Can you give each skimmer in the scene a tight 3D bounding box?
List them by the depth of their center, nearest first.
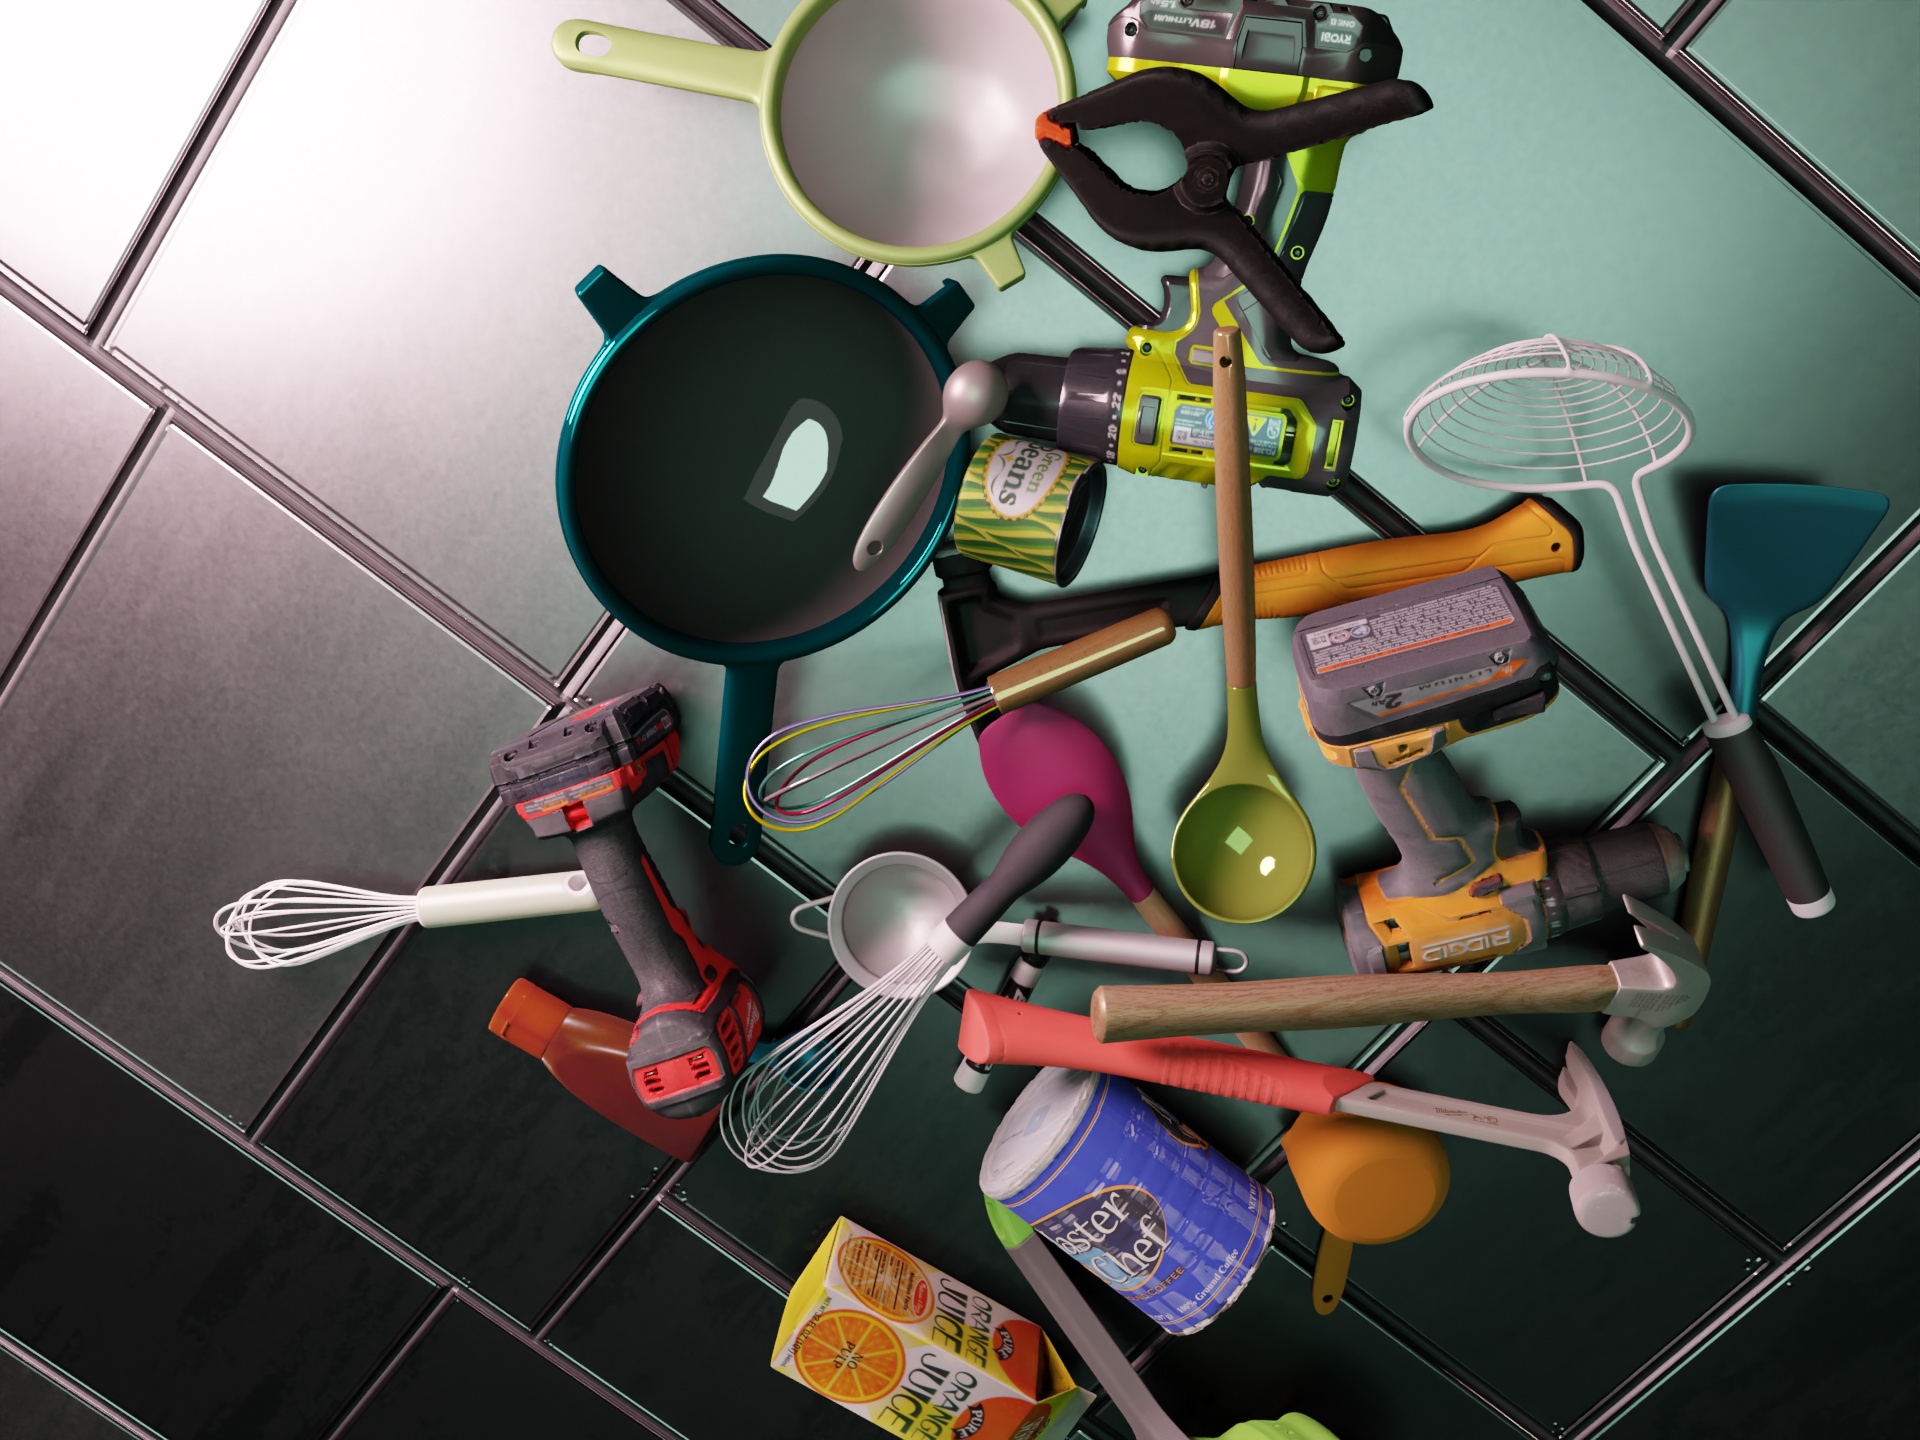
[{"bbox_3d":[0.341,-0.030,0.779,0.127,0.090,0.363,-11,117,52],"label":"skimmer"}]

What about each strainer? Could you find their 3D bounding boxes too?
[{"bbox_3d":[-0.069,-0.300,0.781,0.256,0.069,0.151,12,91,5],"label":"strainer"},{"bbox_3d":[-0.117,-0.086,0.840,0.211,0.095,0.340,-5,122,-25],"label":"strainer"},{"bbox_3d":[0.033,0.122,0.903,0.258,0.050,0.087,6,98,13],"label":"strainer"}]

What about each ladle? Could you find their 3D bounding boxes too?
[{"bbox_3d":[0.140,-0.037,0.806,0.078,0.062,0.320,2,120,18],"label":"ladle"}]

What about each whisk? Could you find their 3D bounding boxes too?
[{"bbox_3d":[-0.001,-0.001,0.839,0.245,0.047,0.051,-23,134,3],"label":"whisk"},{"bbox_3d":[-0.028,0.143,0.872,0.070,0.070,0.284,41,99,-7],"label":"whisk"},{"bbox_3d":[-0.329,0.114,0.956,0.246,0.058,0.059,-6,141,5],"label":"whisk"}]

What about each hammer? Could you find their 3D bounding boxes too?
[{"bbox_3d":[0.236,0.148,0.850,0.331,0.031,0.130,-2,138,-5],"label":"hammer"},{"bbox_3d":[0.159,-0.060,0.852,0.337,0.034,0.127,-9,105,9],"label":"hammer"},{"bbox_3d":[0.178,0.194,0.879,0.359,0.149,0.036,10,110,7],"label":"hammer"}]

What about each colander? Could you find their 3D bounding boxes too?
[{"bbox_3d":[0.160,0.428,0.972,0.094,0.204,0.397,-34,85,-19],"label":"colander"}]

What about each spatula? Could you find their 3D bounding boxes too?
[{"bbox_3d":[0.412,0.028,0.848,0.082,0.044,0.317,5,109,9],"label":"spatula"}]

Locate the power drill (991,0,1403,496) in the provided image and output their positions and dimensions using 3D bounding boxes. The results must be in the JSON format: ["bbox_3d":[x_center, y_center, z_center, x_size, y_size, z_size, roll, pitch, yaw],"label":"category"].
[{"bbox_3d":[0.113,-0.231,0.783,0.190,0.080,0.228,10,110,8],"label":"power drill"}]

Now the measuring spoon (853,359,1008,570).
[{"bbox_3d":[-0.015,-0.124,0.796,0.034,0.018,0.124,26,106,-37],"label":"measuring spoon"}]

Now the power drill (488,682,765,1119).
[{"bbox_3d":[-0.171,0.098,0.888,0.078,0.143,0.219,-19,98,7],"label":"power drill"}]

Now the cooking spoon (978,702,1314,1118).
[{"bbox_3d":[0.118,0.117,0.902,0.069,0.017,0.318,-34,108,16],"label":"cooking spoon"}]

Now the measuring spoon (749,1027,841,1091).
[{"bbox_3d":[-0.132,0.195,0.975,0.128,0.021,0.042,10,114,12],"label":"measuring spoon"}]

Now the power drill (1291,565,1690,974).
[{"bbox_3d":[0.276,0.035,0.825,0.185,0.084,0.226,-15,125,10],"label":"power drill"}]

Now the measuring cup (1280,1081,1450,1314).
[{"bbox_3d":[0.236,0.300,0.941,0.095,0.052,0.173,3,112,-6],"label":"measuring cup"}]
